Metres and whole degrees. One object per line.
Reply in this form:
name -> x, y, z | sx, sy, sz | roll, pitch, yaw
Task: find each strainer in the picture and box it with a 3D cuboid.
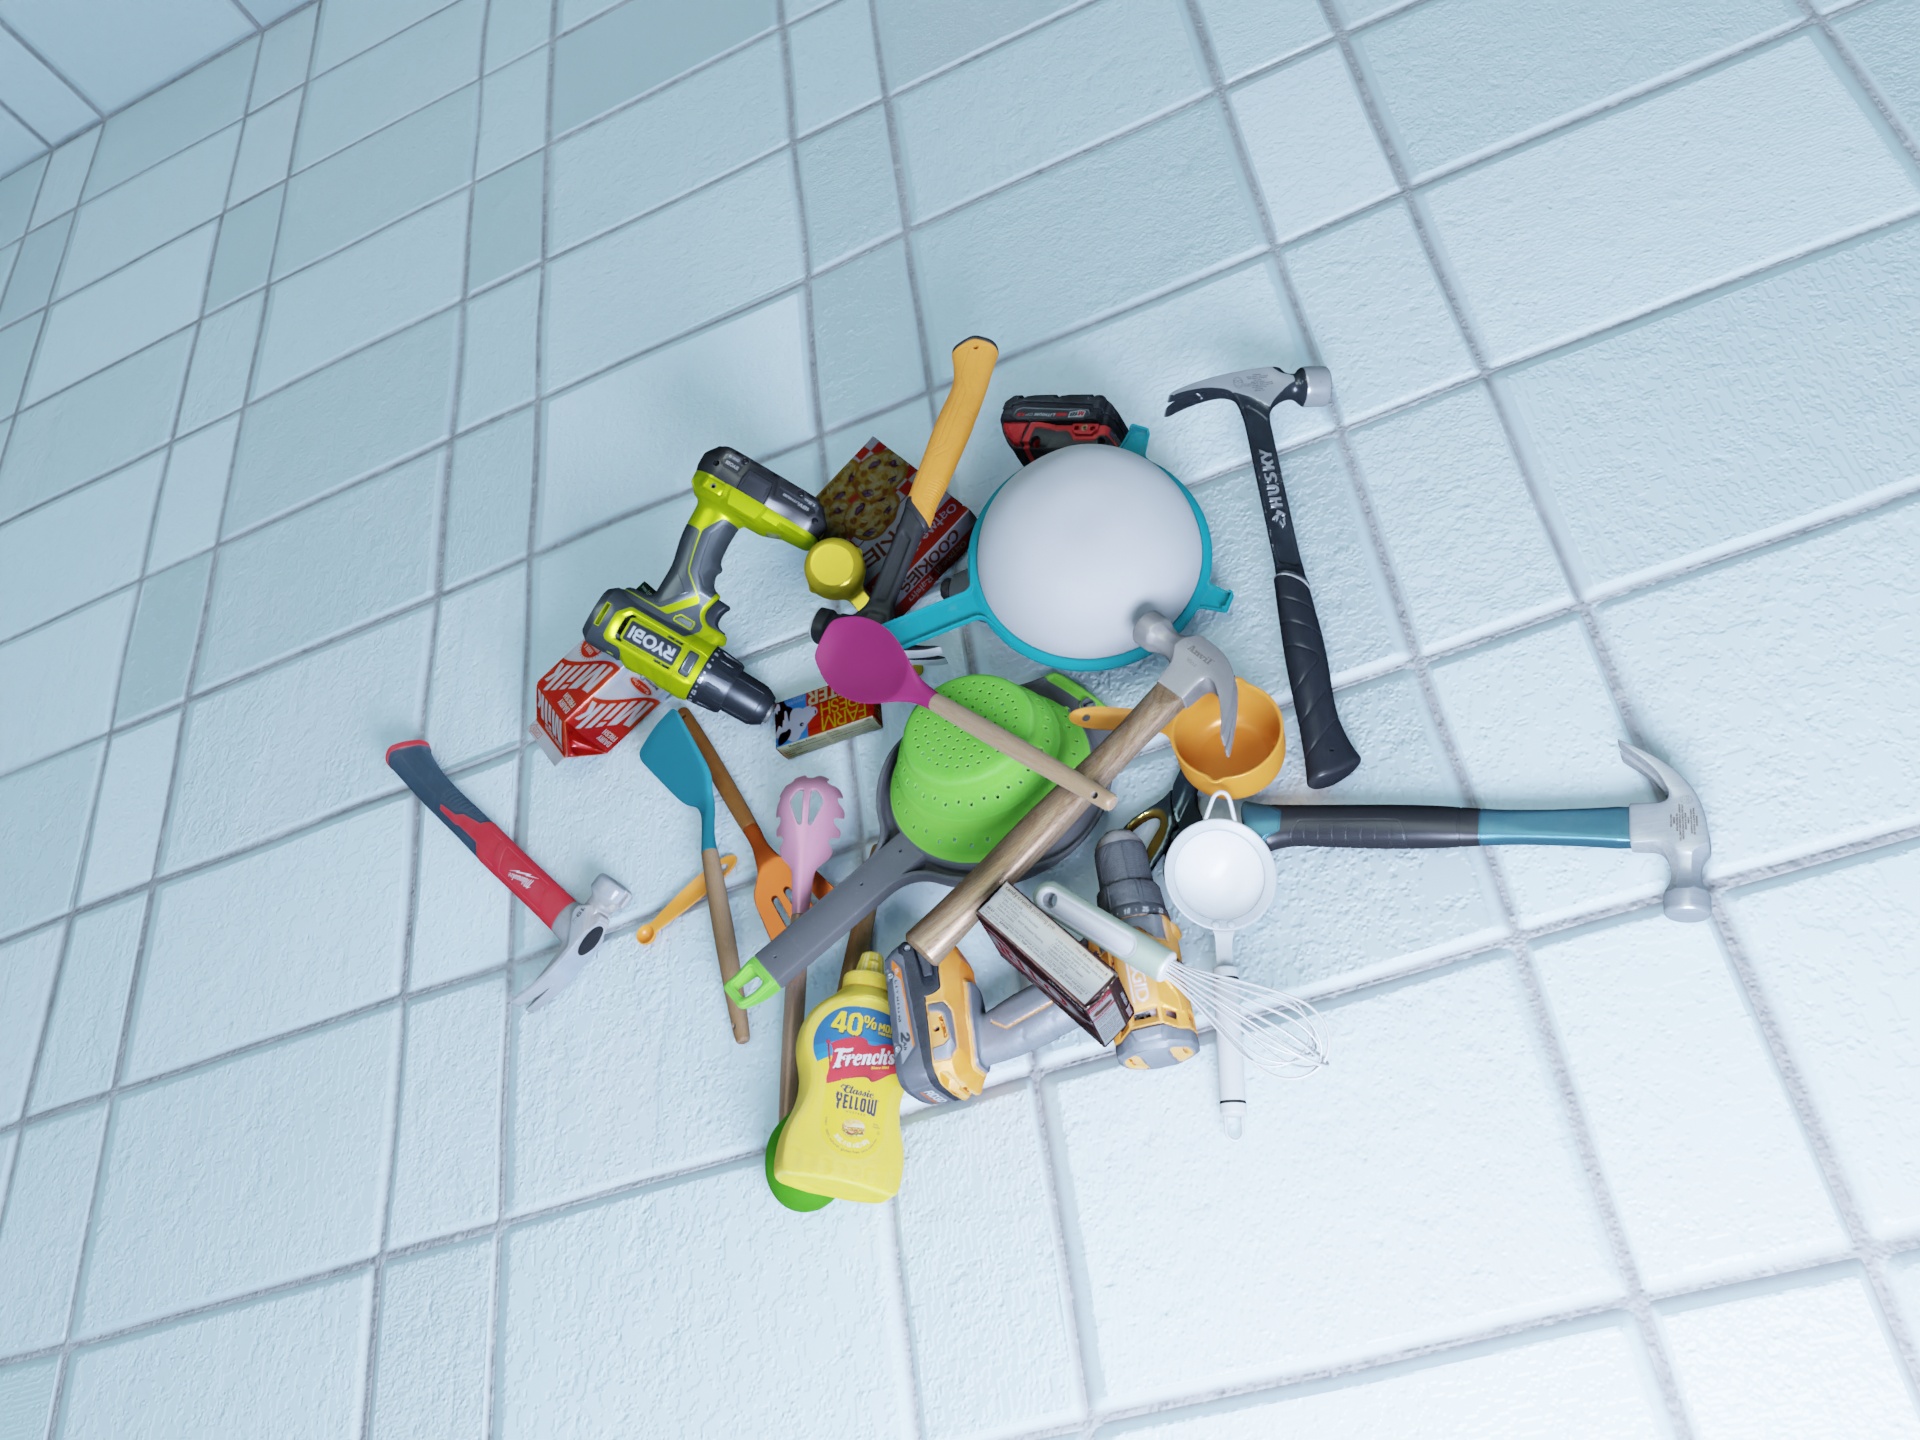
strainer -> 0.195, 0.181, 1.182 | 0.087, 0.050, 0.259 | 3, 67, -5
strainer -> 0.047, -0.130, 1.334 | 0.340, 0.095, 0.211 | -22, 70, -2

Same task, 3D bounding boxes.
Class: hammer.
hammer -> -0.477, 0.132, 1.570 | 0.387, 0.038, 0.143 | 32, 81, 37
hammer -> -0.024, -0.207, 1.454 | 0.127, 0.034, 0.337 | 13, 70, 18
hammer -> 0.267, -0.131, 1.320 | 0.149, 0.036, 0.409 | -3, 61, -4
hammer -> 0.366, 0.079, 1.164 | 0.331, 0.033, 0.128 | -2, 62, 27
hammer -> 0.086, 0.061, 1.223 | 0.331, 0.031, 0.130 | -45, 54, -9

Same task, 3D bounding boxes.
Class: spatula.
spatula -> -0.231, 0.141, 1.422 | 0.082, 0.044, 0.318 | -46, 49, 39
spatula -> -0.197, 0.090, 1.460 | 0.081, 0.041, 0.323 | -38, 47, 0

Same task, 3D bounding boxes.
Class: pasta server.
pasta server -> -0.136, 0.192, 1.342 | 0.060, 0.040, 0.316 | 1, 71, 2

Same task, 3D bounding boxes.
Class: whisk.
whisk -> 0.154, 0.181, 1.136 | 0.246, 0.059, 0.058 | 29, 95, 25

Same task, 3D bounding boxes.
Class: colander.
colander -> -0.044, 0.081, 1.298 | 0.397, 0.094, 0.205 | -40, 51, -12

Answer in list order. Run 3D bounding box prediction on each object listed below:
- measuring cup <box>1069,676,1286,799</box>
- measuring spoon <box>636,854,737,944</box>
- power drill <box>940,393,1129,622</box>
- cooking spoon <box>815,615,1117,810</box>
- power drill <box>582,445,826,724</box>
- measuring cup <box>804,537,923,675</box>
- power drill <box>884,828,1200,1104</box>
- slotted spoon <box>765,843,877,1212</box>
measuring cup -> 0.174, 0.015, 1.269 | 0.174, 0.052, 0.095 | 6, 62, 23
measuring spoon -> -0.248, 0.164, 1.450 | 0.117, 0.011, 0.021 | -41, 56, -5
power drill -> 0.069, -0.186, 1.456 | 0.143, 0.078, 0.220 | 5, 67, 30
cooking spoon -> -0.002, -0.004, 1.269 | 0.319, 0.017, 0.069 | 30, 95, 34
power drill -> -0.222, -0.124, 1.509 | 0.190, 0.080, 0.228 | 30, 85, -5
measuring cup -> -0.086, -0.104, 1.465 | 0.062, 0.029, 0.156 | -39, 82, -2
power drill -> 0.060, 0.190, 1.224 | 0.226, 0.084, 0.186 | -16, 60, 14
slotted spoon -> -0.099, 0.243, 1.309 | 0.070, 0.031, 0.314 | 9, 61, 6
